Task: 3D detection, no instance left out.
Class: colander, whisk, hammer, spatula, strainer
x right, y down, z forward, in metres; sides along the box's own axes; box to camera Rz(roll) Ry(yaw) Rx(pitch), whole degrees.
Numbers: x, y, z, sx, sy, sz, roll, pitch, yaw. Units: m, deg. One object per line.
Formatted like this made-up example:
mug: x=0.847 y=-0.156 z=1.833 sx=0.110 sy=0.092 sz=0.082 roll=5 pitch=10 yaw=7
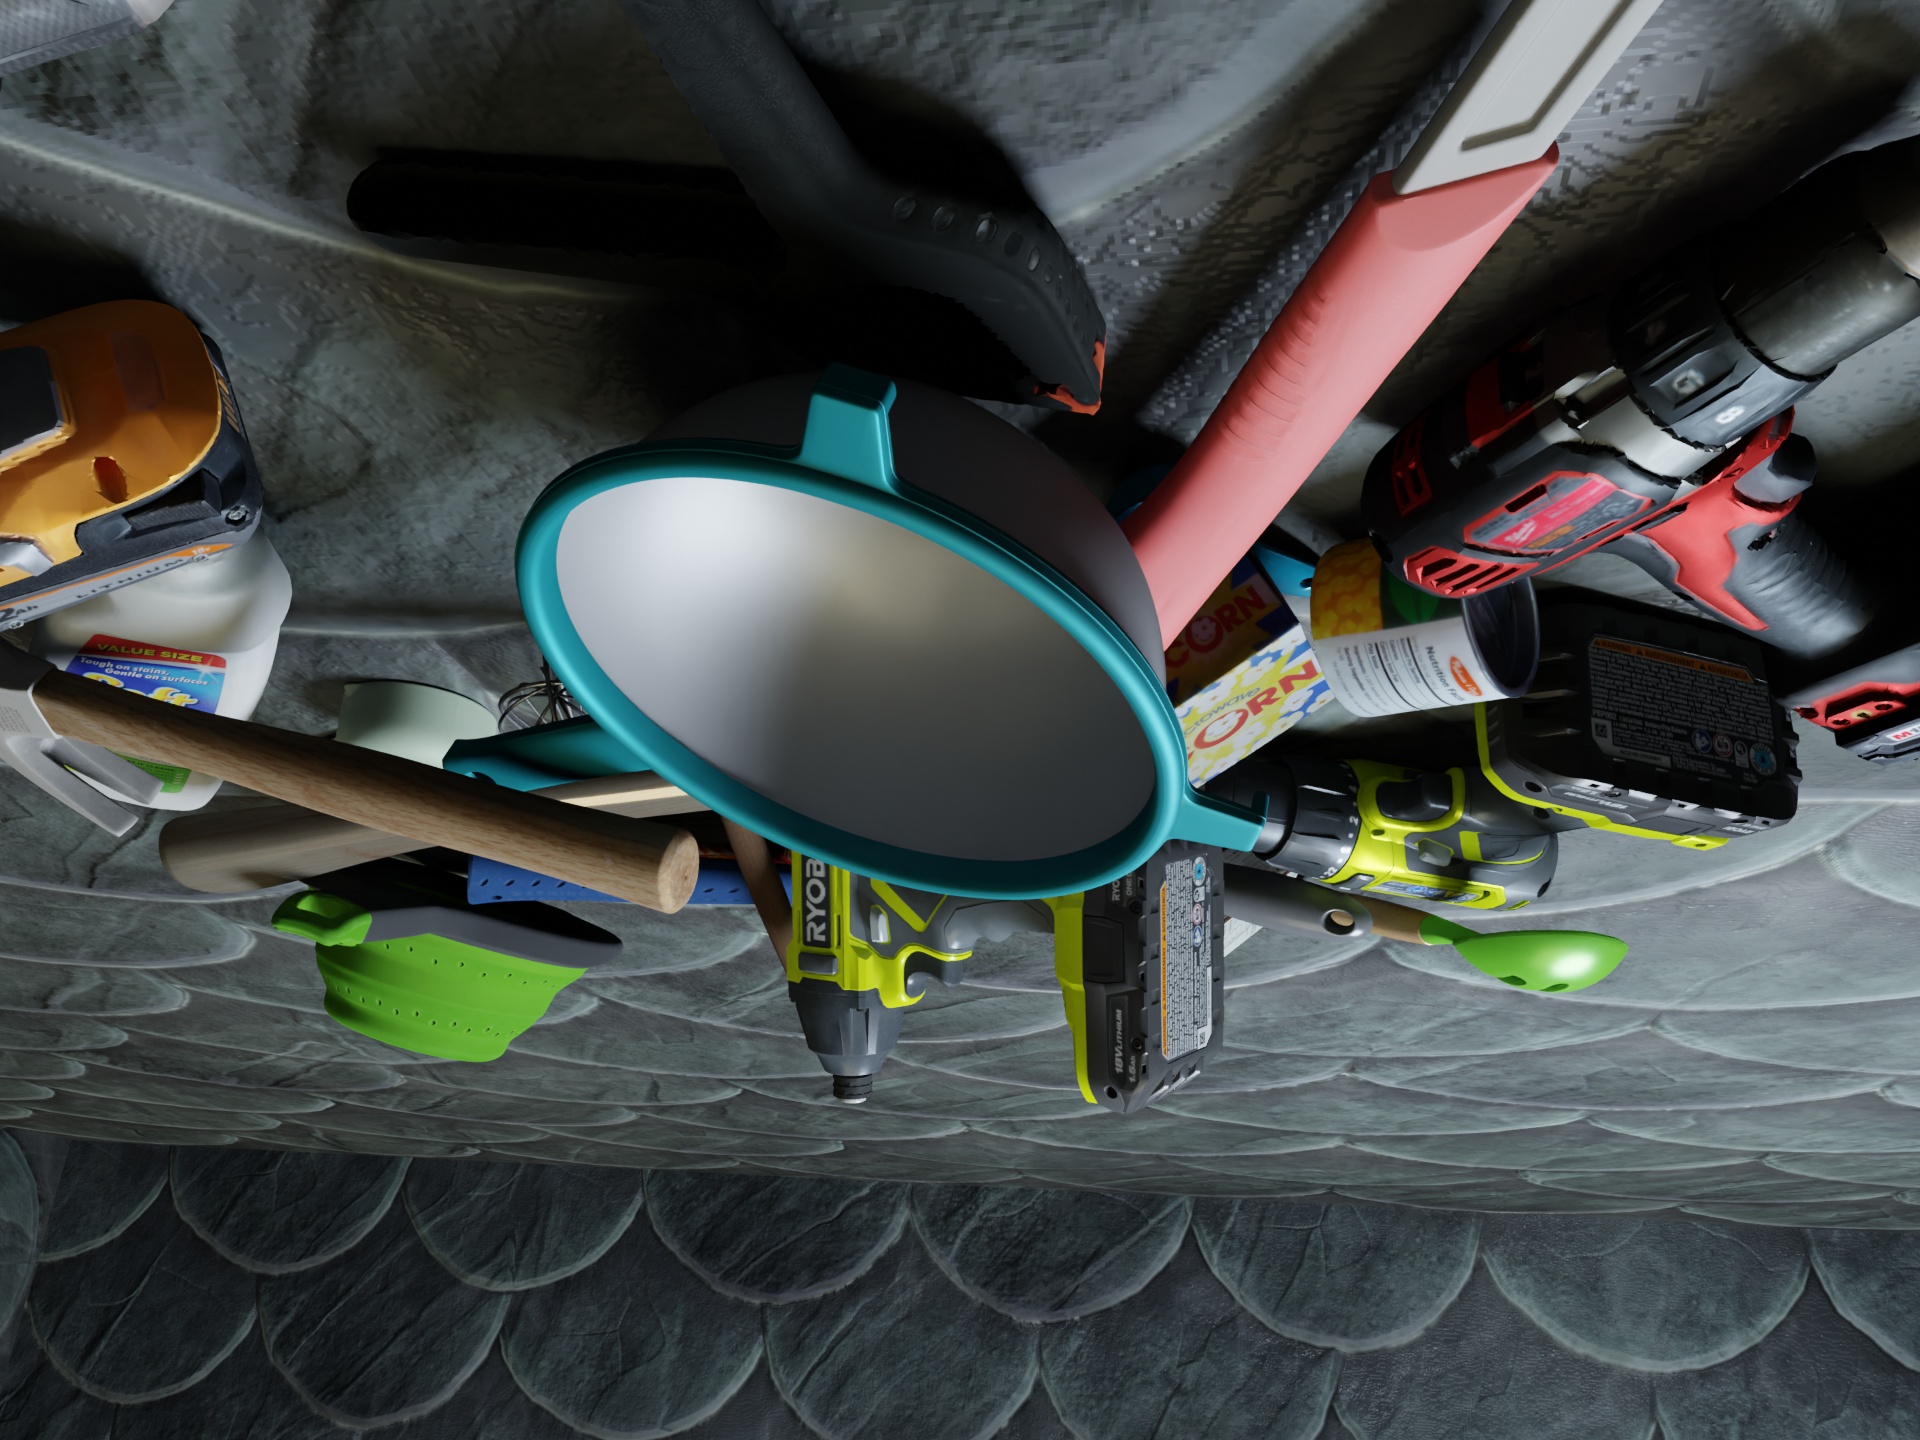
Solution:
colander: x=-0.312 y=0.140 z=0.887 sx=0.204 sy=0.094 sz=0.397 roll=18 pitch=174 yaw=-2
whisk: x=-0.191 y=0.021 z=0.806 sx=0.058 sy=0.059 sz=0.246 roll=-11 pitch=164 yaw=-10
hammer: x=-0.069 y=0.091 z=0.905 sx=0.405 sy=0.035 sz=0.144 roll=3 pitch=153 yaw=-11
spatula: x=-0.112 y=0.057 z=0.809 sx=0.060 sy=0.018 sz=0.315 roll=0 pitch=140 yaw=11
hammer: x=-0.255 y=0.020 z=0.614 sx=0.331 sy=0.031 sz=0.129 roll=14 pitch=140 yaw=14
hammer: x=0.117 y=-0.112 z=0.408 sx=0.149 sy=0.037 sz=0.359 roll=10 pitch=152 yaw=-12
whisk: x=0.090 y=0.078 z=0.814 sx=0.239 sy=0.055 sz=0.055 roll=12 pitch=161 yaw=20
hammer: x=-0.150 y=0.026 z=0.677 sx=0.410 sy=0.038 sz=0.146 roll=-8 pitch=156 yaw=7
strainer: x=-0.067 y=-0.029 z=0.540 sx=0.340 sy=0.095 sz=0.210 roll=-10 pitch=136 yaw=44

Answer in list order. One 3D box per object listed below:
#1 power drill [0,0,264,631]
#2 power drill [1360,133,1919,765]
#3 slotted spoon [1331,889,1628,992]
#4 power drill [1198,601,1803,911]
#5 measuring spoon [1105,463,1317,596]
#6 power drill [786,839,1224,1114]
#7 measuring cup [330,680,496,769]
power drill: x=-0.261 y=-0.117 z=0.411 sx=0.185 sy=0.084 sz=0.226 roll=-22 pitch=161 yaw=-8
power drill: x=0.260 y=-0.071 z=0.468 sx=0.226 sy=0.080 sz=0.188 roll=17 pitch=154 yaw=-20
slotted spoon: x=0.235 y=0.106 z=0.826 sx=0.070 sy=0.031 sz=0.314 roll=9 pitch=178 yaw=-11
power drill: x=0.223 y=0.028 z=0.705 sx=0.190 sy=0.080 sz=0.228 roll=11 pitch=159 yaw=-17
measuring spoon: x=0.099 y=-0.069 z=0.581 sx=0.042 sy=0.021 sz=0.128 roll=-26 pitch=152 yaw=38
power drill: x=0.011 y=0.113 z=0.775 sx=0.223 sy=0.171 sz=0.080 roll=1 pitch=-177 yaw=36
measuring cup: x=-0.311 y=0.023 z=0.834 sx=0.167 sy=0.038 sz=0.083 roll=-18 pitch=149 yaw=38
